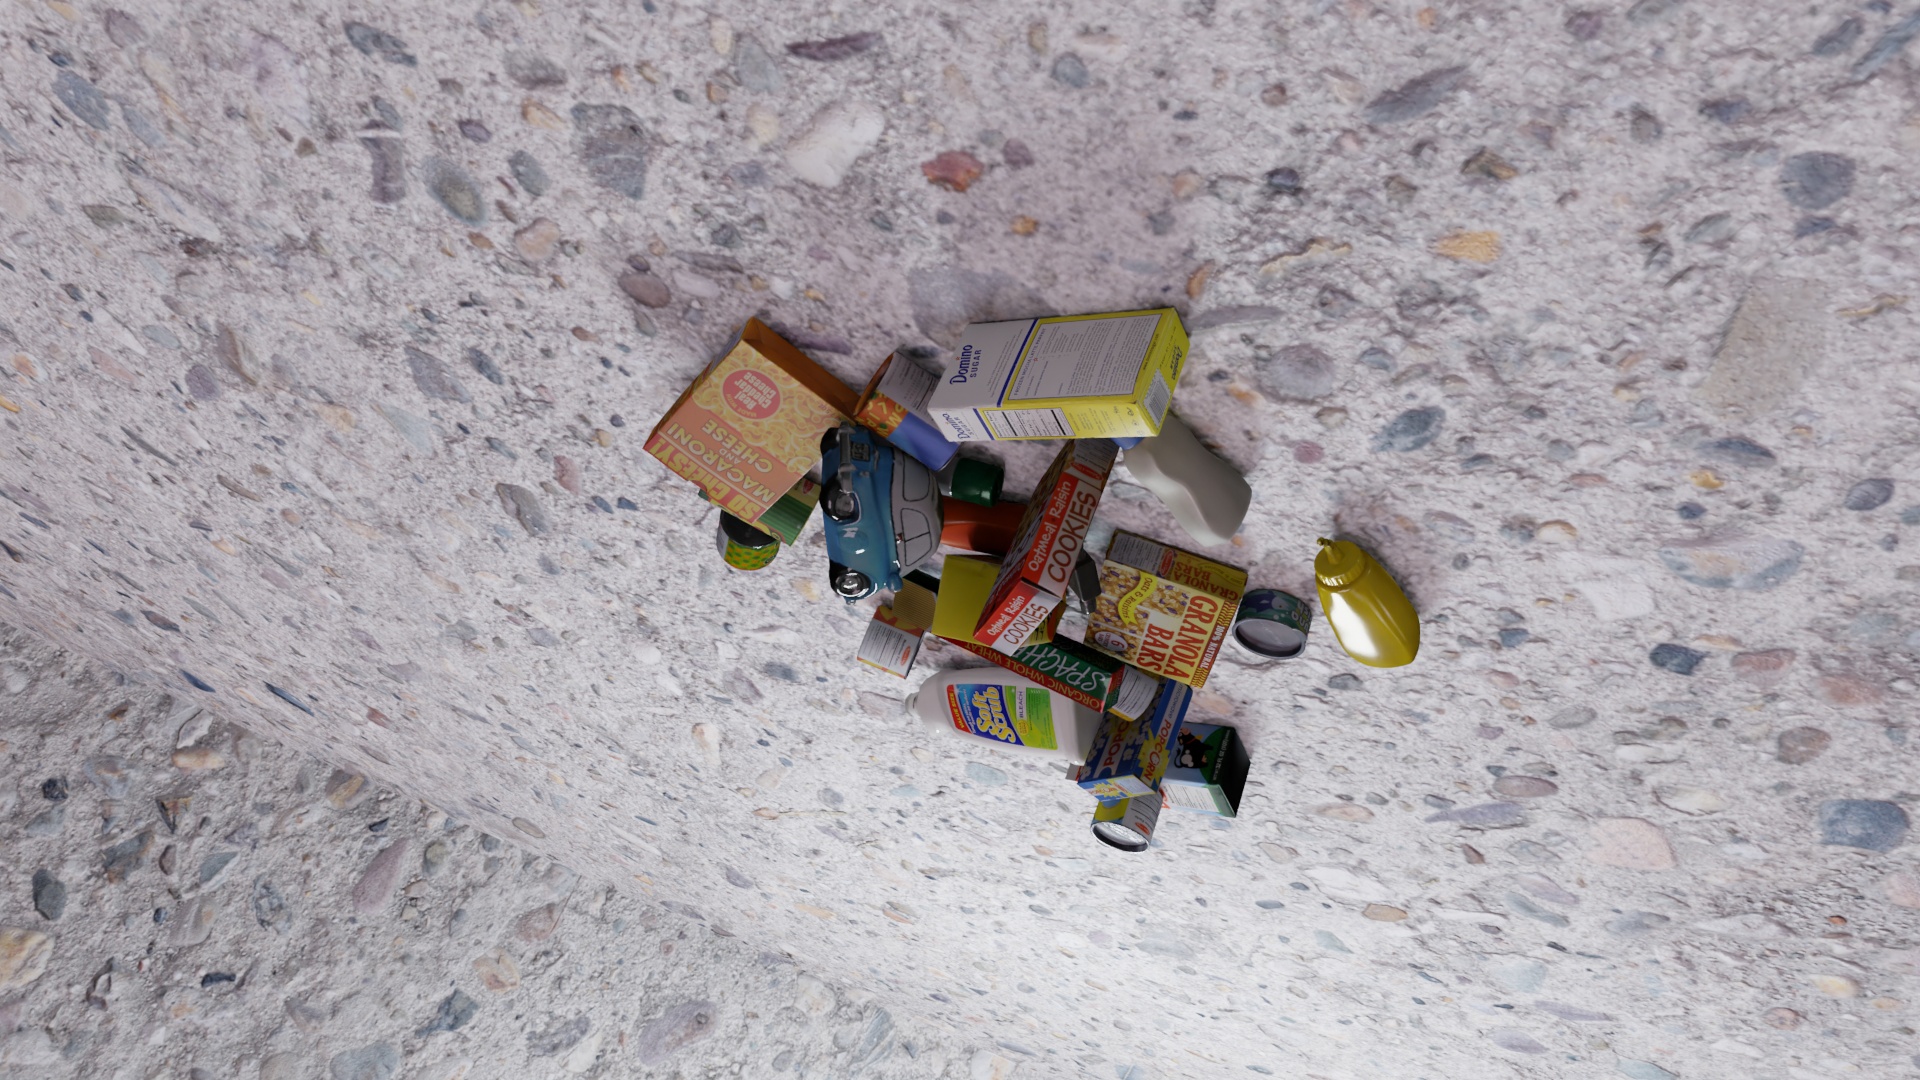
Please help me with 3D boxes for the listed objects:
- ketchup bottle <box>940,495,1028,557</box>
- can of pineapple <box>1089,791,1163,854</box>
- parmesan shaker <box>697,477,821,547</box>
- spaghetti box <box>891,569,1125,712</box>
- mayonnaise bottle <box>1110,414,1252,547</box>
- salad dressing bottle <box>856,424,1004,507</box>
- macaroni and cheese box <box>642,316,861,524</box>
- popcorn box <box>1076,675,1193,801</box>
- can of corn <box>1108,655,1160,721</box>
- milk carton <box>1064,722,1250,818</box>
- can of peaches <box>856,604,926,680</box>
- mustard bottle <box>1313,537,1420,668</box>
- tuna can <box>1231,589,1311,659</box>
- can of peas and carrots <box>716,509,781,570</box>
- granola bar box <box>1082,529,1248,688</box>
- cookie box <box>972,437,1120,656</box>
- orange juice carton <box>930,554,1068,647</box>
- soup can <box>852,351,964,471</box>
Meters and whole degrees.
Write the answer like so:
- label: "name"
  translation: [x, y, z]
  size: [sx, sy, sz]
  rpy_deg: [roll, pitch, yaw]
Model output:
- label: "ketchup bottle"
  translation: [0.005, -0.016, 1.272]
  size: [0.149, 0.044, 0.064]
  rpy_deg: [10, 154, 21]
- label: "can of pineapple"
  translation: [0.175, 0.292, 1.477]
  size: [0.071, 0.058, 0.070]
  rpy_deg: [17, 147, 11]
- label: "parmesan shaker"
  translation: [-0.192, -0.047, 1.337]
  size: [0.103, 0.071, 0.071]
  rpy_deg: [29, 149, -8]
- label: "spaghetti box"
  translation: [0.044, 0.096, 1.371]
  size: [0.250, 0.029, 0.050]
  rpy_deg: [23, 121, 23]
- label: "mayonnaise bottle"
  translation: [0.163, -0.062, 1.083]
  size: [0.148, 0.065, 0.041]
  rpy_deg: [41, 149, -19]
- label: "salad dressing bottle"
  translation: [-0.036, -0.064, 1.226]
  size: [0.148, 0.044, 0.064]
  rpy_deg: [14, 151, 15]
- label: "macaroni and cheese box"
  translation: [-0.184, -0.101, 1.220]
  size: [0.123, 0.040, 0.165]
  rpy_deg: [36, 127, -19]
- label: "popcorn box"
  translation: [0.178, 0.199, 1.408]
  size: [0.038, 0.127, 0.085]
  rpy_deg: [42, 144, -21]
- label: "can of corn"
  translation: [0.159, 0.138, 1.391]
  size: [0.058, 0.071, 0.071]
  rpy_deg: [29, 149, -10]
- label: "milk carton"
  translation: [0.208, 0.241, 1.509]
  size: [0.190, 0.073, 0.073]
  rpy_deg: [2, 142, 30]
- label: "can of peaches"
  translation: [-0.073, 0.109, 1.499]
  size: [0.058, 0.071, 0.071]
  rpy_deg: [22, 149, 2]
- label: "mustard bottle"
  translation: [0.329, 0.045, 1.146]
  size: [0.065, 0.049, 0.159]
  rpy_deg: [-5, 139, 37]
- label: "tuna can"
  translation: [0.280, 0.075, 1.240]
  size: [0.071, 0.033, 0.070]
  rpy_deg: [17, 149, 11]
- label: "can of peas and carrots"
  translation: [-0.210, -0.010, 1.405]
  size: [0.071, 0.071, 0.058]
  rpy_deg: [24, 150, -2]
- label: "granola bar box"
  translation: [0.185, 0.065, 1.283]
  size: [0.124, 0.039, 0.164]
  rpy_deg: [19, 149, 9]
- label: "cookie box"
  translation: [0.070, -0.003, 1.127]
  size: [0.040, 0.168, 0.122]
  rpy_deg: [27, 149, -4]
- label: "orange juice carton"
  translation: [0.043, 0.054, 1.281]
  size: [0.072, 0.073, 0.193]
  rpy_deg: [12, -177, 19]
- label: "soup can"
  translation: [-0.038, -0.104, 1.141]
  size: [0.084, 0.072, 0.071]
  rpy_deg: [32, 148, -13]
